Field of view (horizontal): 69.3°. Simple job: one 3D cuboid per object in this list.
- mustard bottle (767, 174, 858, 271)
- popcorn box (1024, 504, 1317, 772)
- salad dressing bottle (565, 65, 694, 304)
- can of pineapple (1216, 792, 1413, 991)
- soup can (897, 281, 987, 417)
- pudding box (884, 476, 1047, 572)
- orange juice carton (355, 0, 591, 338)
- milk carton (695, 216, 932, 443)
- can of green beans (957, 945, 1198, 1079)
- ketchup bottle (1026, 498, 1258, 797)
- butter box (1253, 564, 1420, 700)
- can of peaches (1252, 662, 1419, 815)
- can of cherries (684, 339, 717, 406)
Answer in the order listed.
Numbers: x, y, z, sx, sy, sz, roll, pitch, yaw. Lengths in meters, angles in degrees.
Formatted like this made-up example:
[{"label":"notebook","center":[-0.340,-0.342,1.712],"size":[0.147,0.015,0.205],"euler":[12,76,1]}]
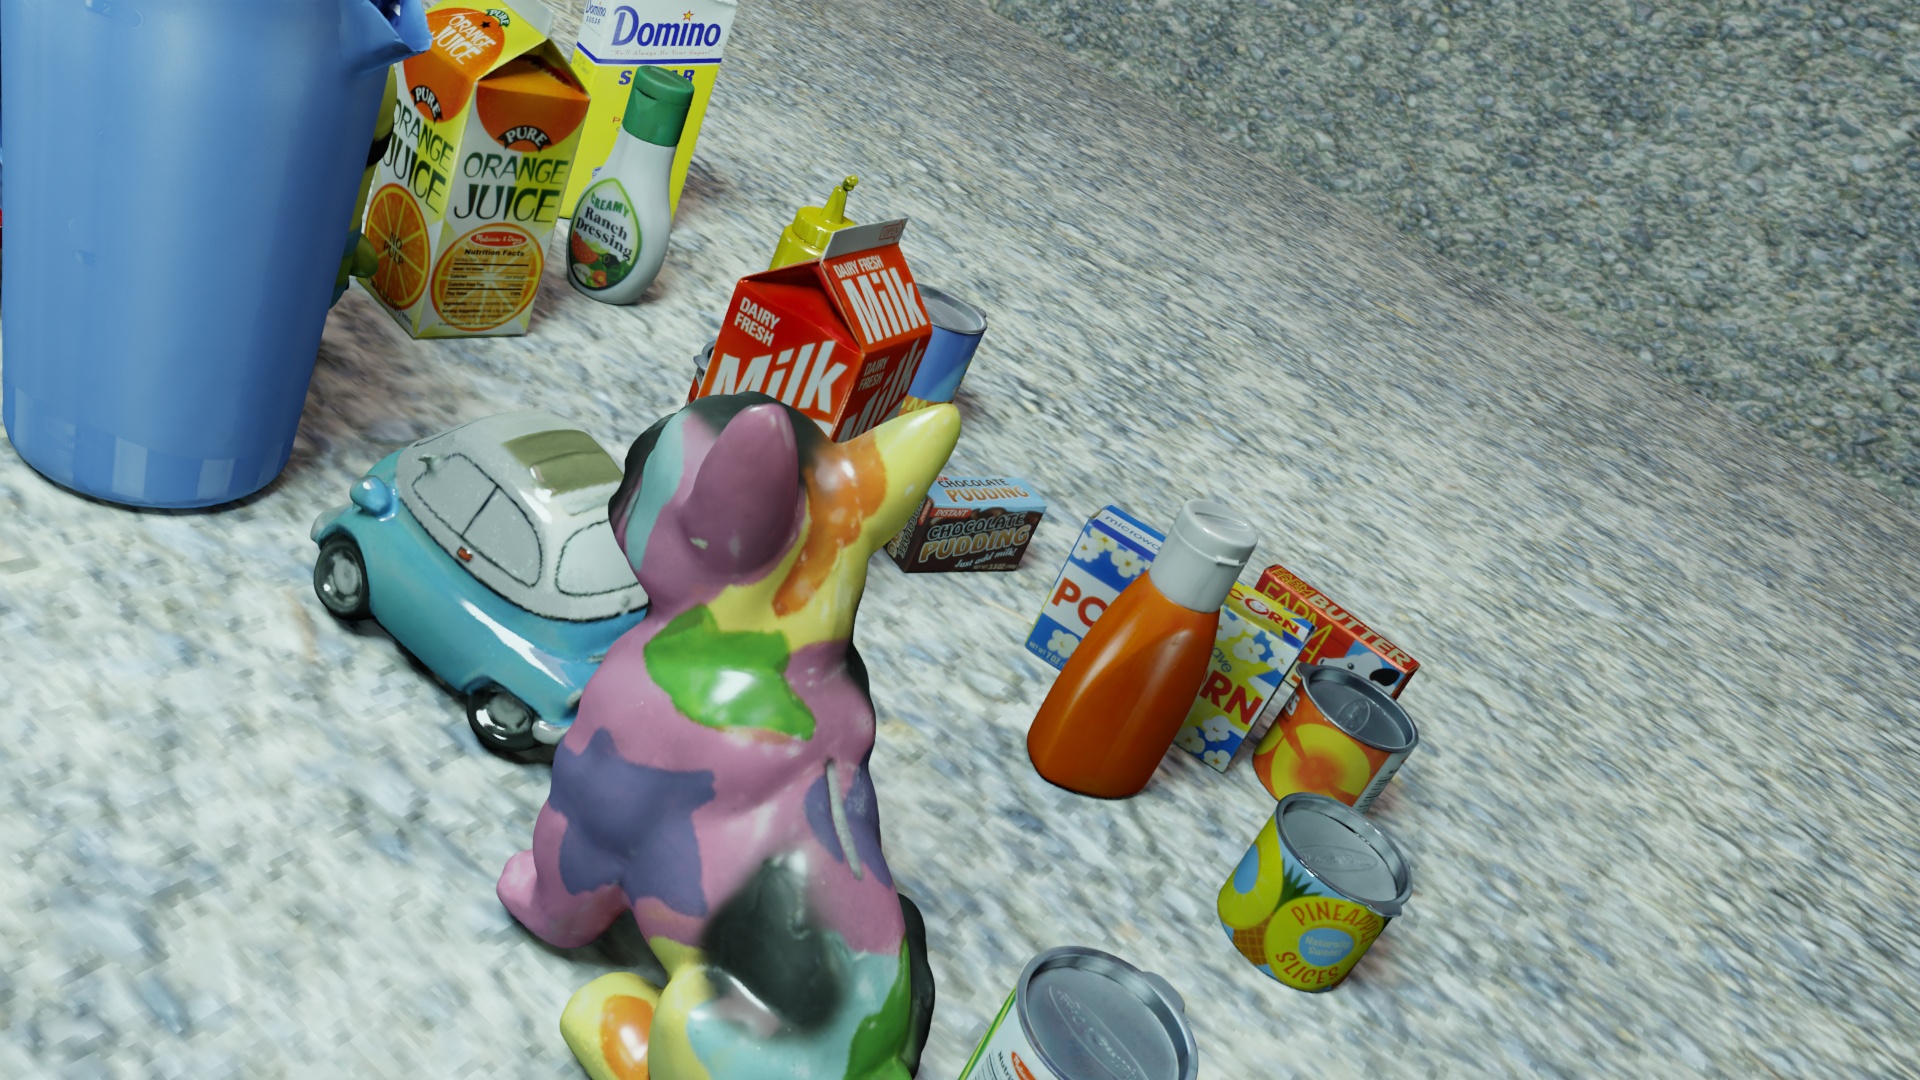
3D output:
[{"label":"mustard bottle","center":[-0.093,-0.145,0.820],"size":[0.049,0.159,0.065],"euler":[23,27,-4]},{"label":"popcorn box","center":[0.107,0.050,0.726],"size":[0.127,0.084,0.038],"euler":[32,28,13]},{"label":"salad dressing bottle","center":[-0.206,-0.223,0.877],"size":[0.064,0.147,0.044],"euler":[32,28,12]},{"label":"can of pineapple","center":[0.155,0.156,0.611],"size":[0.071,0.057,0.071],"euler":[20,28,-11]},{"label":"soup can","center":[-0.026,-0.117,0.908],"size":[0.071,0.083,0.072],"euler":[20,28,-11]},{"label":"pudding box","center":[0.003,-0.010,0.783],"size":[0.084,0.049,0.030],"euler":[0,36,-39]},{"label":"orange juice carton","center":[-0.265,-0.211,0.760],"size":[0.072,0.191,0.073],"euler":[41,31,27]},{"label":"milk carton","center":[-0.076,-0.066,0.664],"size":[0.073,0.189,0.072],"euler":[32,28,13]},{"label":"can of green beans","center":[0.038,0.182,0.469],"size":[0.071,0.057,0.071],"euler":[20,28,-11]},{"label":"ketchup bottle","center":[0.087,0.051,0.639],"size":[0.065,0.148,0.044],"euler":[13,30,-23]},{"label":"butter box","center":[0.212,0.064,0.821],"size":[0.104,0.053,0.024],"euler":[39,30,24]},{"label":"can of peaches","center":[0.193,0.107,0.727],"size":[0.071,0.057,0.071],"euler":[20,28,-11]},{"label":"can of cherries","center":[-0.124,-0.072,0.778],"size":[0.071,0.058,0.072],"euler":[20,28,-11]}]
